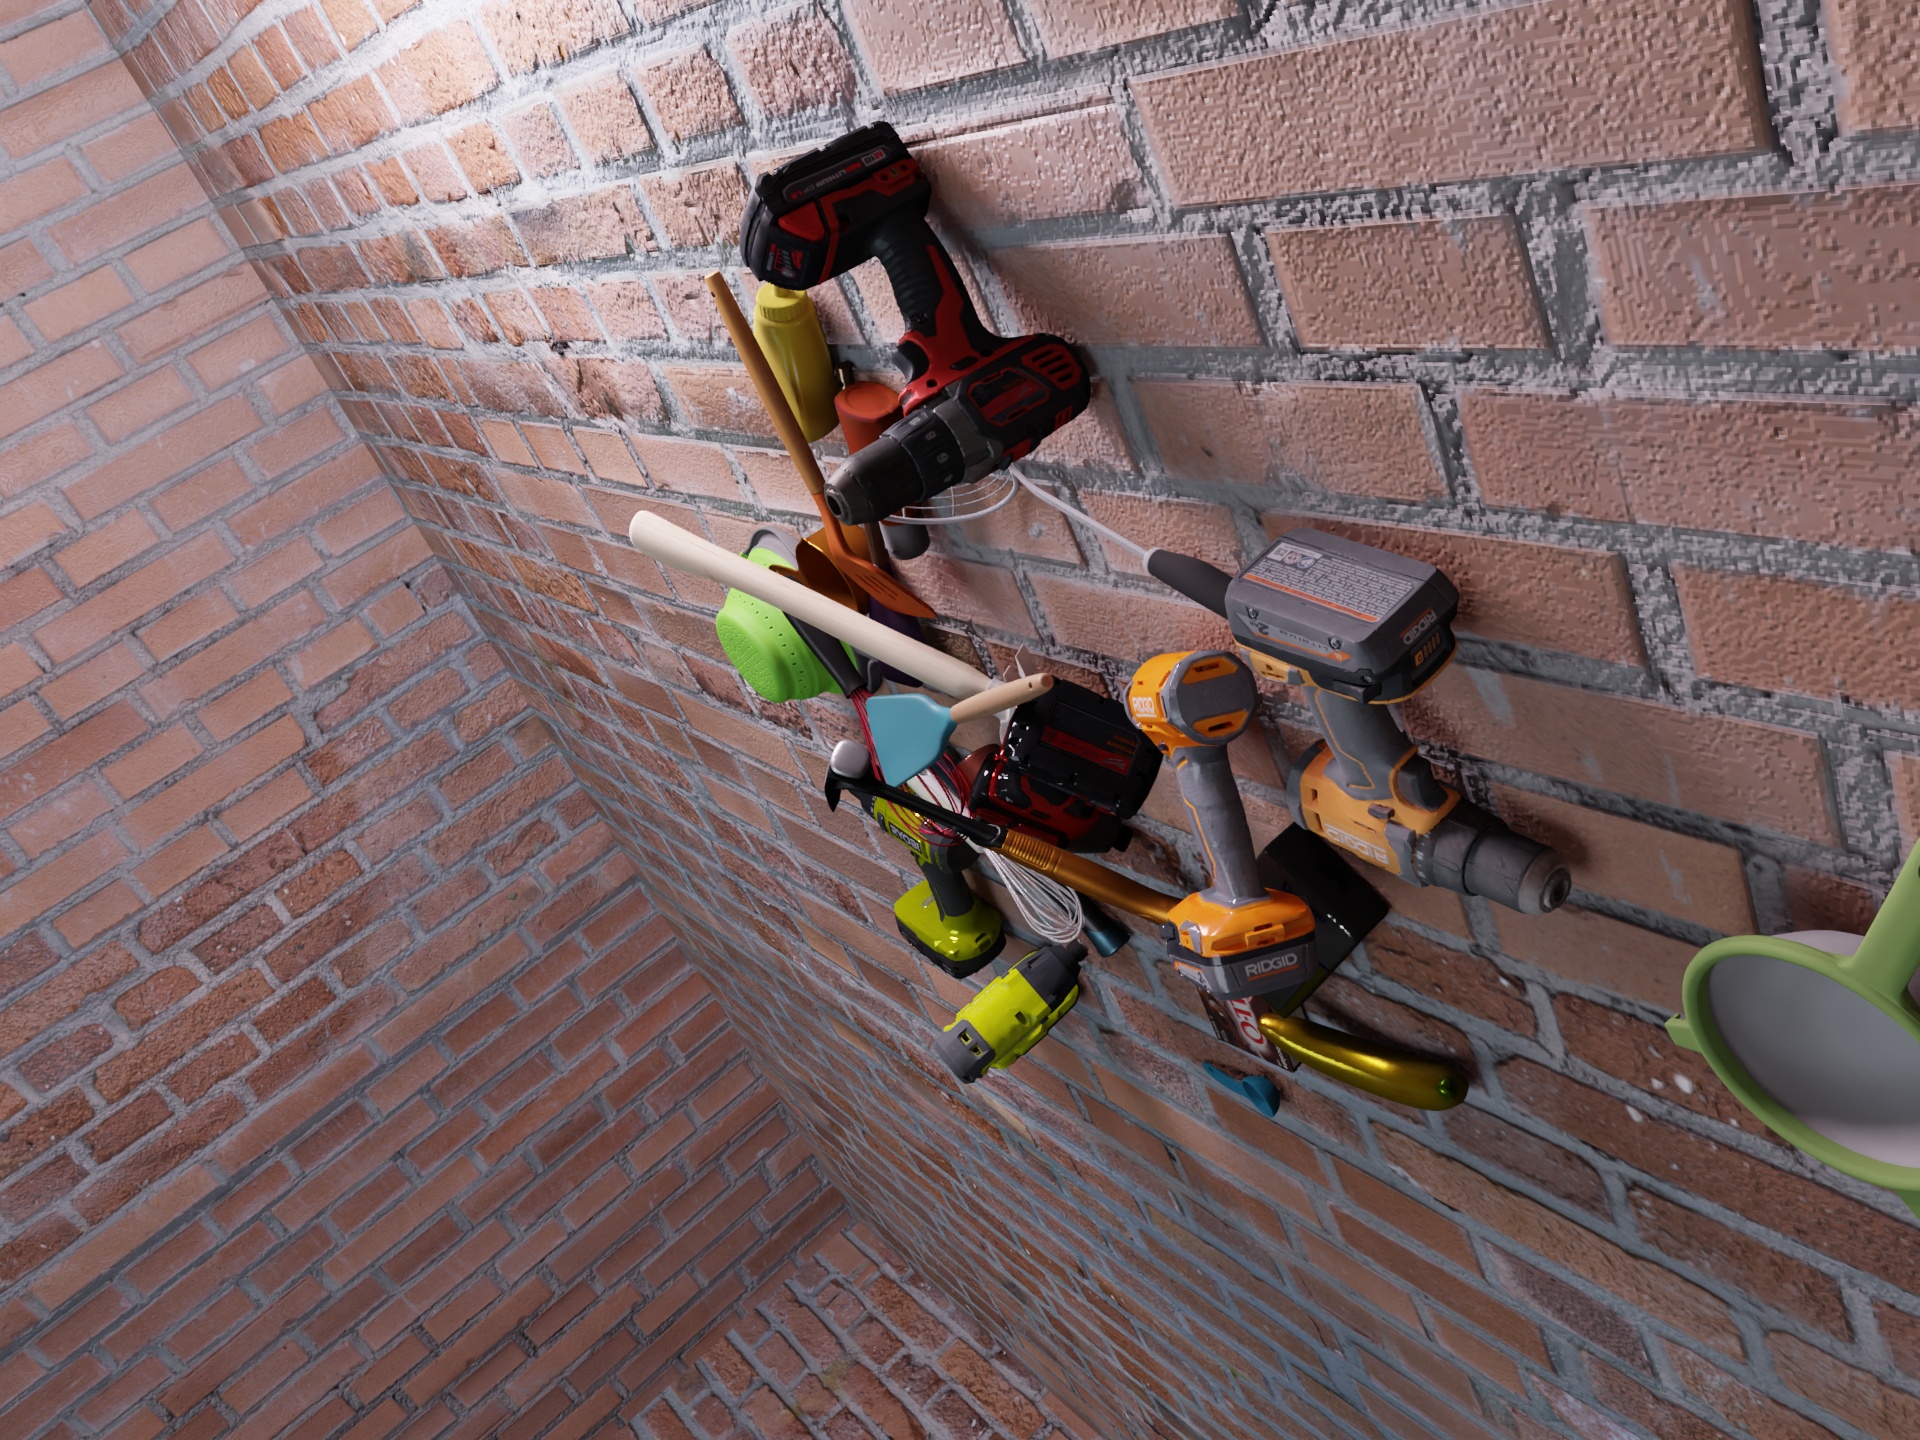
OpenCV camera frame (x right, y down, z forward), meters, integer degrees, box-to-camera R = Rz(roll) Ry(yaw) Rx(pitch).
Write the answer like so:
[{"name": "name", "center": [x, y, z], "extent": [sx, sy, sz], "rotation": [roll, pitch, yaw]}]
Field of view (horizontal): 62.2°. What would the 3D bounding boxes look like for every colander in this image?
[{"name": "colander", "center": [-0.131, -0.064, 1.539], "extent": [0.397, 0.094, 0.204], "rotation": [24, 145, 50]}]

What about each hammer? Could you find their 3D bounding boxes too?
[{"name": "hammer", "center": [-0.114, -0.094, 1.361], "extent": [0.411, 0.038, 0.146], "rotation": [26, 159, 17]}, {"name": "hammer", "center": [0.039, 0.102, 1.540], "extent": [0.331, 0.033, 0.128], "rotation": [46, 158, 15]}, {"name": "hammer", "center": [0.044, 0.108, 1.327], "extent": [0.337, 0.034, 0.127], "rotation": [23, 162, 0]}]

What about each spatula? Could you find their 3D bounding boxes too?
[{"name": "spatula", "center": [-0.002, -0.004, 1.257], "extent": [0.317, 0.044, 0.082], "rotation": [159, 97, -69]}, {"name": "spatula", "center": [-0.116, -0.209, 1.266], "extent": [0.081, 0.041, 0.322], "rotation": [14, 136, 56]}, {"name": "spatula", "center": [-0.069, -0.155, 1.340], "extent": [0.060, 0.018, 0.315], "rotation": [15, 134, 29]}]

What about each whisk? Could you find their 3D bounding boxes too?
[{"name": "whisk", "center": [0.029, 0.119, 1.487], "extent": [0.247, 0.057, 0.059], "rotation": [42, 124, 31]}, {"name": "whisk", "center": [-0.082, -0.011, 1.434], "extent": [0.296, 0.073, 0.073], "rotation": [55, 159, 9]}]

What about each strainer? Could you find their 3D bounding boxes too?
[{"name": "strainer", "center": [0.432, 0.116, 0.738], "extent": [0.152, 0.069, 0.256], "rotation": [39, 154, 35]}]

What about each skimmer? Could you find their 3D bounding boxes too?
[{"name": "skimmer", "center": [0.070, -0.110, 1.082], "extent": [0.364, 0.090, 0.127], "rotation": [34, -176, 32]}]

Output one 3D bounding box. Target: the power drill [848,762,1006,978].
[{"name": "power drill", "center": [-0.039, 0.153, 1.718], "extent": [0.191, 0.080, 0.228], "rotation": [31, 147, 42]}]

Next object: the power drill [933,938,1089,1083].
[{"name": "power drill", "center": [0.059, 0.284, 1.587], "extent": [0.080, 0.171, 0.223], "rotation": [48, 176, 10]}]

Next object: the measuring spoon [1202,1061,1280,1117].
[{"name": "measuring spoon", "center": [0.262, 0.335, 1.484], "extent": [0.042, 0.021, 0.129], "rotation": [58, 166, -13]}]

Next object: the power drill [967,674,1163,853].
[{"name": "power drill", "center": [0.088, 0.051, 1.281], "extent": [0.143, 0.079, 0.219], "rotation": [23, 160, 1]}]

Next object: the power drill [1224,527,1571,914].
[{"name": "power drill", "center": [0.255, 0.012, 0.919], "extent": [0.185, 0.084, 0.226], "rotation": [28, 152, 46]}]

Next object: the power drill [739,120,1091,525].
[{"name": "power drill", "center": [-0.049, -0.241, 0.995], "extent": [0.227, 0.188, 0.080], "rotation": [54, 159, 6]}]

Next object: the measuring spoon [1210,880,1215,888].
[{"name": "measuring spoon", "center": [0.213, 0.122, 1.263], "extent": [0.021, 0.011, 0.116], "rotation": [43, 153, 20]}]

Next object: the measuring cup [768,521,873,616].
[{"name": "measuring cup", "center": [-0.123, -0.143, 1.464], "extent": [0.174, 0.052, 0.095], "rotation": [17, 139, 58]}]

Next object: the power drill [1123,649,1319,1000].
[{"name": "power drill", "center": [0.167, 0.064, 1.092], "extent": [0.164, 0.084, 0.226], "rotation": [-172, 69, -80]}]
